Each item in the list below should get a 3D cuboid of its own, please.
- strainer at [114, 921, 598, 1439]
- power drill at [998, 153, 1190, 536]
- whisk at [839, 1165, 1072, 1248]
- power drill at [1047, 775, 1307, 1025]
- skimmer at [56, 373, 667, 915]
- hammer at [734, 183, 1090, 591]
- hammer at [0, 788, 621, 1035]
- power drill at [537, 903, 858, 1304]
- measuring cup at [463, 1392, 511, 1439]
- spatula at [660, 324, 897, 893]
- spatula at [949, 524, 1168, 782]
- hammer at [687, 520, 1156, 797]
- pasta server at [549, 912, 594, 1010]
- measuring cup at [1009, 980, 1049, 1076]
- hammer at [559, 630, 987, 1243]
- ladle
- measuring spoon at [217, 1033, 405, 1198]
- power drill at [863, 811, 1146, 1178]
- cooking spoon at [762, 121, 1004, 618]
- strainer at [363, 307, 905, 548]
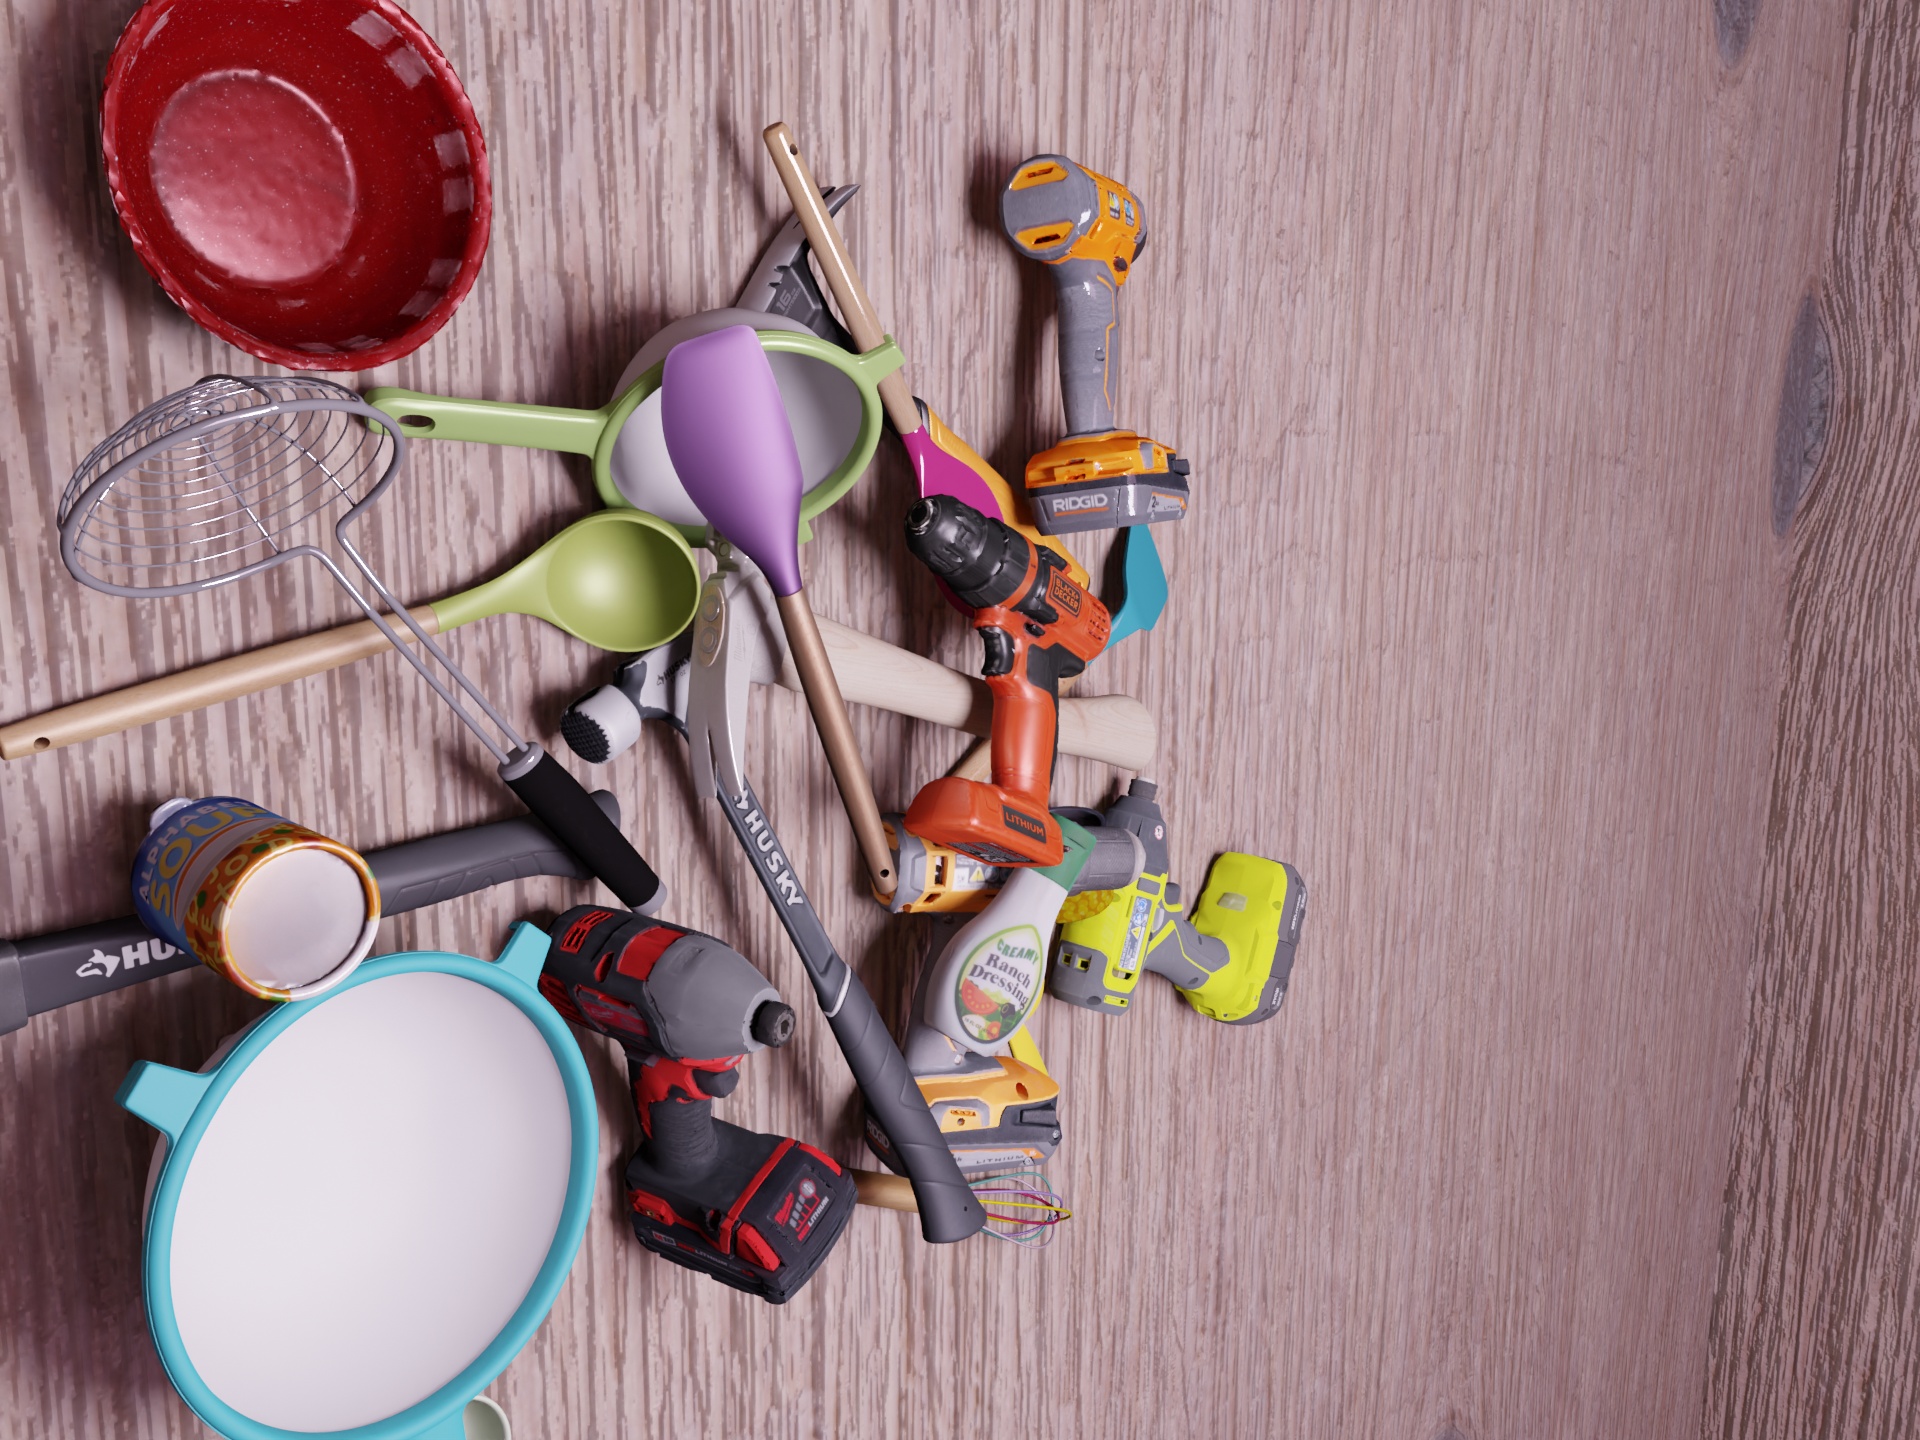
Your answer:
[{"bbox_3d":[-0.265,0.264,0.712,0.211,0.095,0.340,-19,108,-50],"label":"strainer"},{"bbox_3d":[0.092,-0.238,1.030,0.164,0.084,0.226,-20,105,-63],"label":"power drill"},{"bbox_3d":[-0.005,0.325,1.082,0.244,0.047,0.051,26,80,-44],"label":"whisk"},{"bbox_3d":[0.169,0.145,1.214,0.223,0.080,0.171,21,82,-45],"label":"power drill"},{"bbox_3d":[-0.221,-0.002,0.685,0.127,0.090,0.362,-31,133,0],"label":"skimmer"},{"bbox_3d":[-0.010,-0.173,0.982,0.336,0.034,0.127,41,69,-44],"label":"hammer"},{"bbox_3d":[-0.297,0.078,0.716,0.334,0.035,0.146,-15,109,-46],"label":"hammer"},{"bbox_3d":[-0.130,0.197,0.829,0.078,0.143,0.219,-50,140,-42],"label":"power drill"},{"bbox_3d":[-0.293,0.407,0.787,0.168,0.038,0.083,-57,134,-21],"label":"measuring cup"},{"bbox_3d":[-0.082,-0.042,0.804,0.060,0.018,0.315,-22,118,-10],"label":"spatula"},{"bbox_3d":[0.059,-0.026,1.098,0.317,0.044,0.082,-45,129,-26],"label":"spatula"},{"bbox_3d":[-0.002,-0.003,0.962,0.410,0.038,0.146,14,75,-50],"label":"hammer"},{"bbox_3d":[-0.261,0.236,0.798,0.060,0.040,0.316,44,62,-43],"label":"pasta server"},{"bbox_3d":[0.050,0.226,1.130,0.062,0.029,0.156,-42,125,-34],"label":"measuring cup"},{"bbox_3d":[-0.077,0.133,0.900,0.149,0.036,0.408,-45,117,-46],"label":"hammer"},{"bbox_3d":[-0.259,-0.034,0.722,0.320,0.062,0.078,-24,134,-40],"label":"ladle"},{"bbox_3d":[-0.301,0.187,0.745,0.034,0.018,0.124,-53,131,-27],"label":"measuring spoon"},{"bbox_3d":[0.028,0.167,1.024,0.185,0.084,0.226,1,97,-26],"label":"power drill"},{"bbox_3d":[-0.039,-0.189,0.909,0.069,0.017,0.318,-48,131,-28],"label":"cooking spoon"},{"bbox_3d":[-0.166,-0.160,0.793,0.256,0.151,0.069,-1,54,-31],"label":"strainer"}]
